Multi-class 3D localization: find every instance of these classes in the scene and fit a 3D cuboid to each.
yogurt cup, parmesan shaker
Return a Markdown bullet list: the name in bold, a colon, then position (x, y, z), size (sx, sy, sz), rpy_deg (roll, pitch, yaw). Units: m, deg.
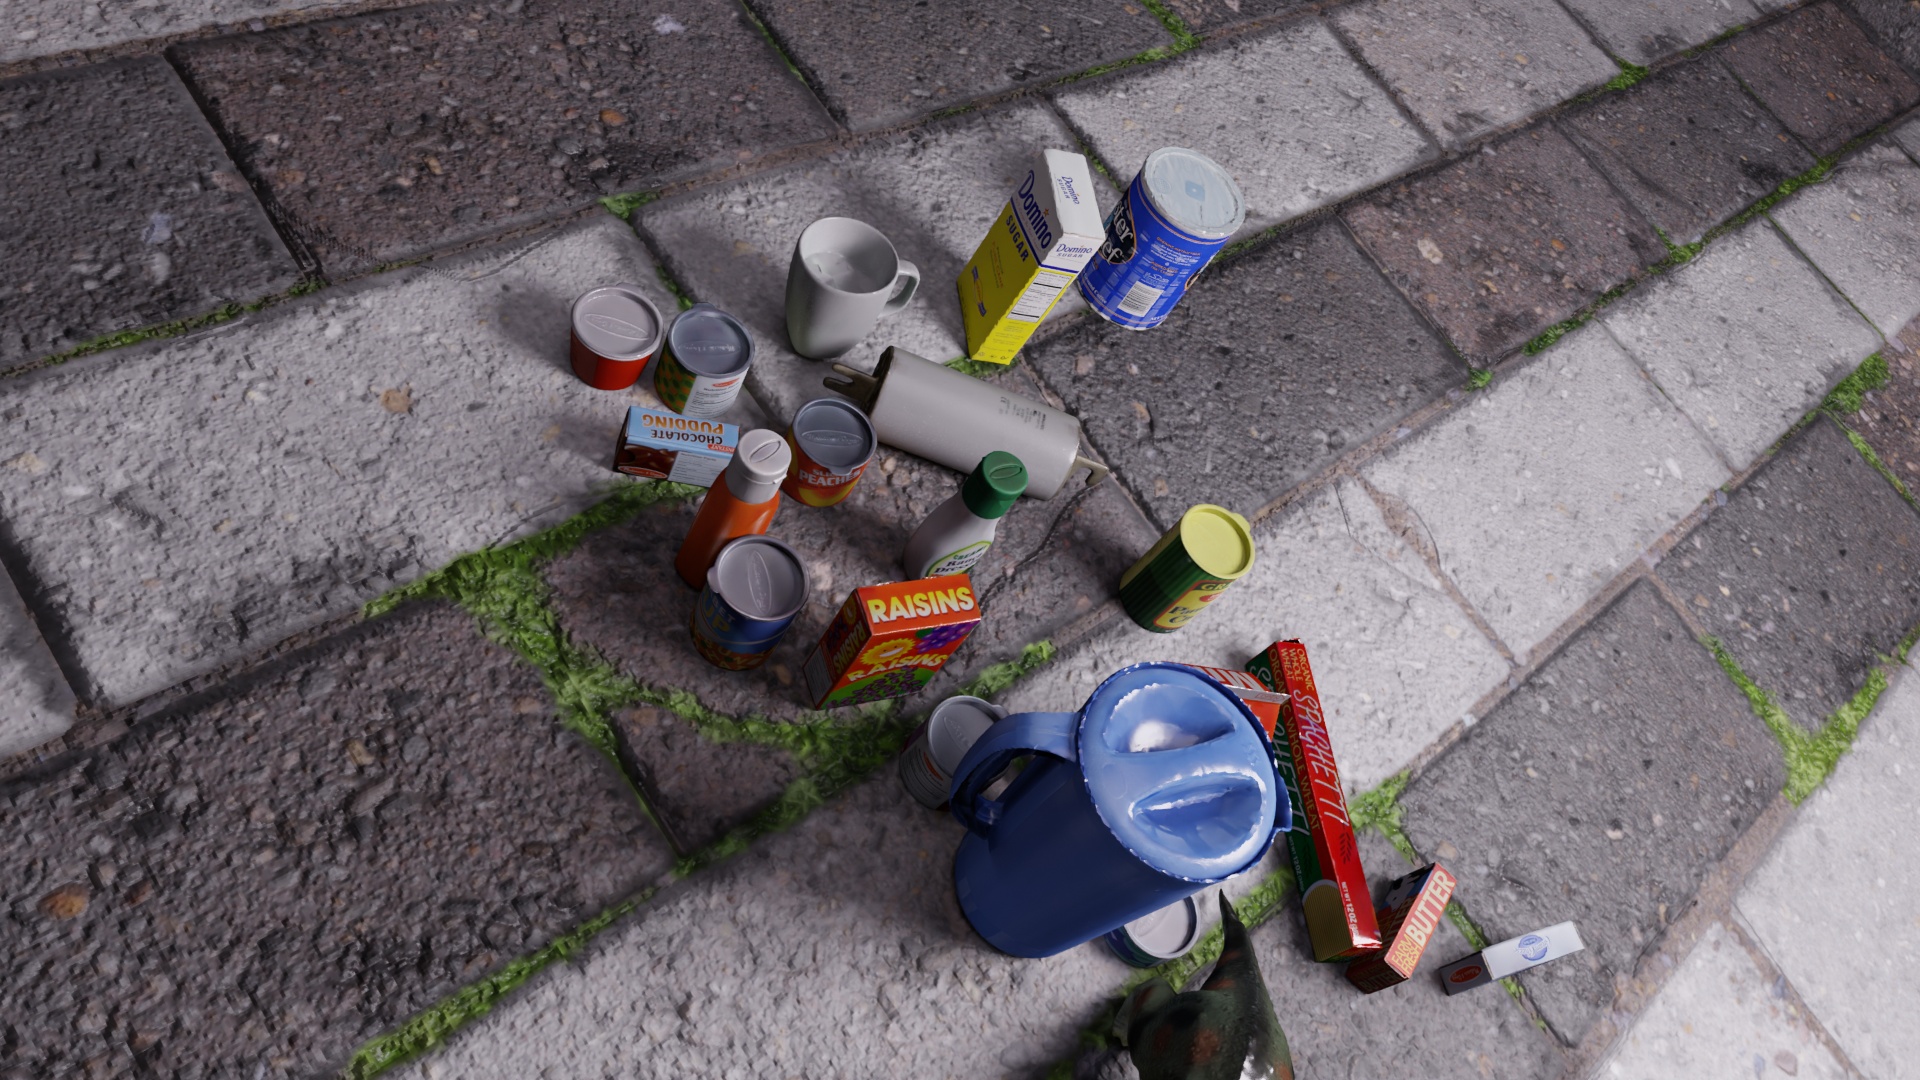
- **yogurt cup**: position (-0.262, -0.150, 1.046), size (0.072, 0.053, 0.073), rpy_deg (12, 56, -18)
- **parmesan shaker**: position (0.182, 0.024, 1.115), size (0.071, 0.102, 0.071), rpy_deg (12, 56, -18)

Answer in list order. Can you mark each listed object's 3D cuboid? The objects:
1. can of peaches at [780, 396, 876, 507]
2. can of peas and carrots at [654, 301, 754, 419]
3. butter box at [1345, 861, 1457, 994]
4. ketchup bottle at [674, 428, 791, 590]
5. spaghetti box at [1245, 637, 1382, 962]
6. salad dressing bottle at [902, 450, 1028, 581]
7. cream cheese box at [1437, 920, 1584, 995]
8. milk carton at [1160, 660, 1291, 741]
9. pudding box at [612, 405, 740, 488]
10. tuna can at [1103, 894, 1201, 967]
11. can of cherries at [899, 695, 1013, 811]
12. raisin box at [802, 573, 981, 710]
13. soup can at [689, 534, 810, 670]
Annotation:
- **can of peaches**: position (-0.104, -0.065, 1.065), size (0.071, 0.057, 0.071), rpy_deg (12, 56, -18)
- **can of peas and carrots**: position (-0.198, -0.137, 1.065), size (0.071, 0.058, 0.071), rpy_deg (12, 56, -18)
- **butter box**: position (0.333, 0.293, 1.049), size (0.024, 0.053, 0.104), rpy_deg (43, 52, 4)
- **ketchup bottle**: position (-0.153, -0.022, 0.958), size (0.043, 0.148, 0.065), rpy_deg (46, 53, 7)
- **spaghetti box**: position (0.272, 0.198, 1.082), size (0.029, 0.050, 0.251), rpy_deg (5, 58, -22)
- **salad dressing bottle**: position (0.004, -0.013, 1.026), size (0.064, 0.147, 0.044), rpy_deg (-15, 68, -31)
- **cream cheese box**: position (0.426, 0.323, 1.074), size (0.104, 0.053, 0.024), rpy_deg (-6, 64, -28)
- **milk carton**: position (0.149, 0.141, 0.971), size (0.072, 0.189, 0.074), rpy_deg (9, 57, -20)
- **pudding box**: position (-0.209, -0.068, 1.023), size (0.084, 0.049, 0.030), rpy_deg (9, 57, -20)
- **tuna can**: position (0.132, 0.265, 0.985), size (0.071, 0.032, 0.071), rpy_deg (12, 56, -18)
- **can of cherries**: position (-0.001, 0.150, 0.979), size (0.071, 0.058, 0.072), rpy_deg (12, 56, -18)
- **raisin box**: position (-0.049, 0.071, 0.965), size (0.086, 0.122, 0.040), rpy_deg (-6, 64, -28)
- **soup can**: position (-0.149, 0.044, 0.959), size (0.071, 0.083, 0.071), rpy_deg (12, 56, -18)
